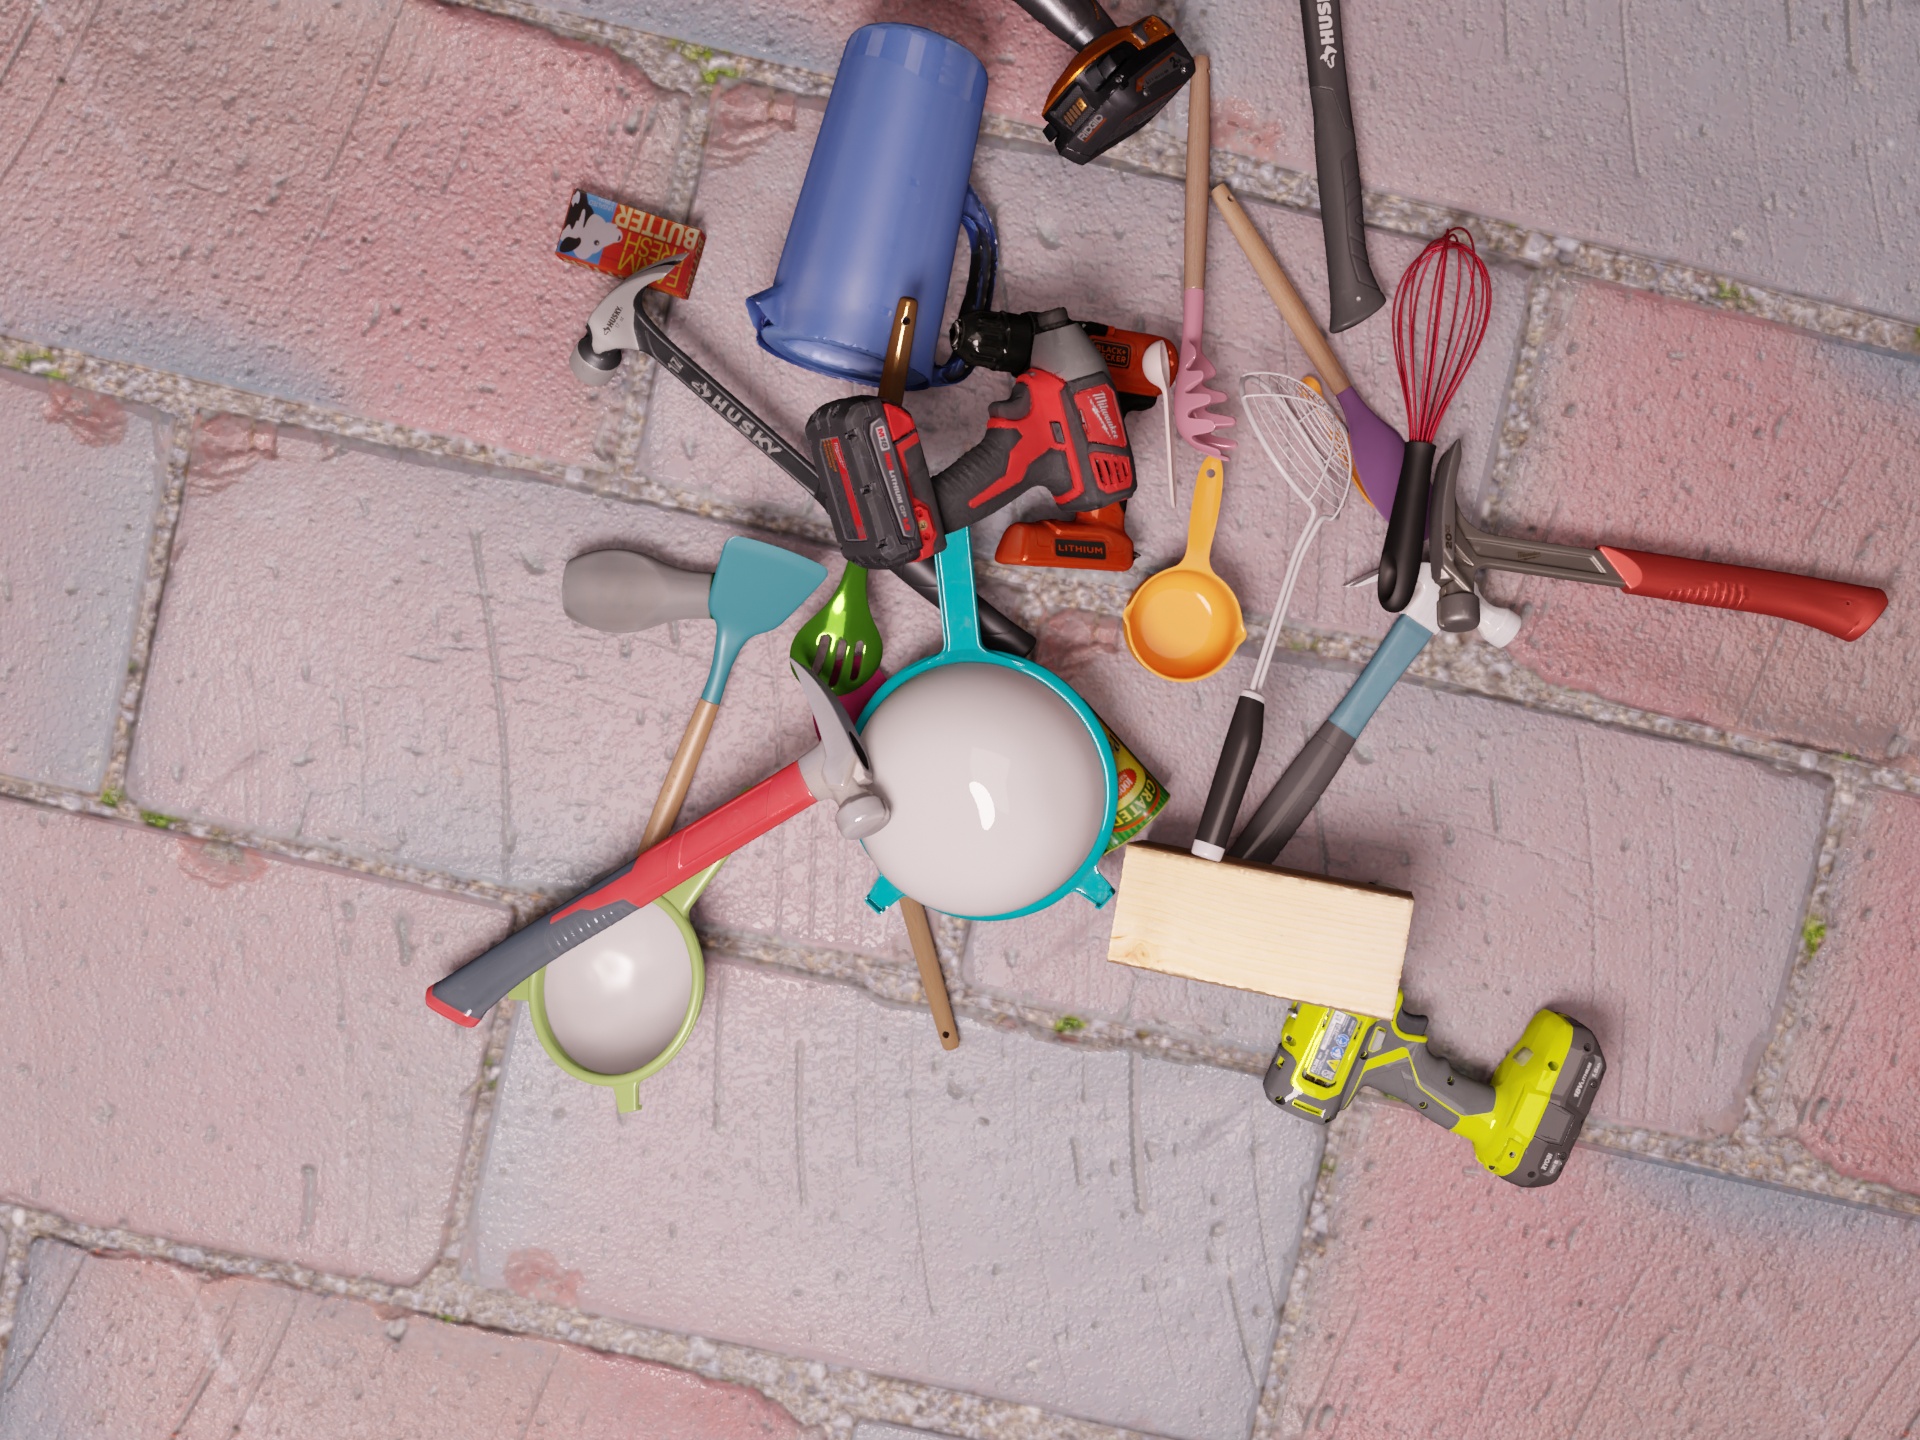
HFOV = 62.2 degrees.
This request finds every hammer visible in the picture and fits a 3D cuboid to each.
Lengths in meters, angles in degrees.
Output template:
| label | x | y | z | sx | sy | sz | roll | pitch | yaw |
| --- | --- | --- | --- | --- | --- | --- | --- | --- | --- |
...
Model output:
| label | x | y | z | sx | sy | sz | roll | pitch | yaw |
| --- | --- | --- | --- | --- | --- | --- | --- | --- | --- |
| hammer | 0.537 | -0.120 | 1.226 | 0.359 | 0.036 | 0.149 | 7 | 74 | -6 |
| hammer | -0.240 | 0.105 | 1.174 | 0.386 | 0.038 | 0.143 | -31 | 66 | 11 |
| hammer | 0.276 | -0.464 | 1.209 | 0.146 | 0.035 | 0.335 | -7 | 94 | -2 |
| hammer | -0.104 | -0.180 | 1.188 | 0.408 | 0.149 | 0.036 | 40 | 51 | -9 |
| hammer | 0.290 | 0.020 | 1.240 | 0.128 | 0.033 | 0.331 | 35 | 92 | -4 |

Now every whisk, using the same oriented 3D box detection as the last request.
| label | x | y | z | sx | sy | sz | roll | pitch | yaw |
| --- | --- | --- | --- | --- | --- | --- | --- | --- | --- |
| whisk | 0.351 | -0.227 | 1.201 | 0.073 | 0.073 | 0.296 | 10 | 89 | -2 |

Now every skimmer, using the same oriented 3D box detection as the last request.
| label | x | y | z | sx | sy | sz | roll | pitch | yaw |
| --- | --- | --- | --- | --- | --- | --- | --- | --- | --- |
| skimmer | 0.209 | -0.079 | 1.171 | 0.090 | 0.127 | 0.363 | 13 | 84 | 42 |

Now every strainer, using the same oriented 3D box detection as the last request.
| label | x | y | z | sx | sy | sz | roll | pitch | yaw |
| --- | --- | --- | --- | --- | --- | --- | --- | --- | --- |
| strainer | -0.218 | 0.160 | 1.212 | 0.152 | 0.069 | 0.256 | 37 | 91 | 24 |
| strainer | -0.002 | -0.004 | 1.147 | 0.211 | 0.095 | 0.340 | -3 | 102 | 14 |

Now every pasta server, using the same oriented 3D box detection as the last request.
| label | x | y | z | sx | sy | sz | roll | pitch | yaw |
| --- | --- | --- | --- | --- | --- | --- | --- | --- | --- |
| pasta server | 0.183 | -0.349 | 1.193 | 0.040 | 0.060 | 0.316 | -1 | 83 | 28 |

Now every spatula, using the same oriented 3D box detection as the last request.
| label | x | y | z | sx | sy | sz | roll | pitch | yaw |
| --- | --- | --- | --- | --- | --- | --- | --- | --- | --- |
| spatula | 0.280 | -0.275 | 1.226 | 0.060 | 0.018 | 0.316 | -33 | 93 | -23 |
| spatula | -0.199 | 0.011 | 1.208 | 0.082 | 0.044 | 0.317 | 18 | 101 | -28 |

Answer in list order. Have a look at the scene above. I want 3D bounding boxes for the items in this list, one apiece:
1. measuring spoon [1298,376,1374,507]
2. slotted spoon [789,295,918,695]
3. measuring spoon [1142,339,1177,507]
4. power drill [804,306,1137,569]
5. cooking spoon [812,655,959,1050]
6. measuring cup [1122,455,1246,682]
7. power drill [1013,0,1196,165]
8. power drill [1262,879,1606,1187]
| label | x | y | z | sx | sy | sz | roll | pitch | yaw |
| --- | --- | --- | --- | --- | --- | --- | --- | --- | --- |
| measuring spoon | 0.295 | -0.215 | 1.237 | 0.021 | 0.011 | 0.117 | -35 | 97 | -29 |
| slotted spoon | -0.069 | -0.150 | 1.148 | 0.070 | 0.031 | 0.313 | 7 | 117 | -14 |
| measuring spoon | 0.148 | -0.219 | 1.181 | 0.018 | 0.034 | 0.124 | -2 | 106 | 18 |
| power drill | 0.014 | -0.194 | 1.093 | 0.219 | 0.079 | 0.143 | -21 | 104 | -23 |
| cooking spoon | -0.050 | 0.106 | 1.244 | 0.069 | 0.017 | 0.319 | -15 | 93 | 6 |
| measuring cup | 0.175 | -0.115 | 1.220 | 0.095 | 0.052 | 0.173 | 10 | 91 | -2 |
| power drill | 0.049 | -0.518 | 1.144 | 0.226 | 0.084 | 0.164 | 49 | 49 | -4 |
| power drill | 0.370 | 0.246 | 1.235 | 0.228 | 0.080 | 0.190 | 22 | 93 | 0 |
